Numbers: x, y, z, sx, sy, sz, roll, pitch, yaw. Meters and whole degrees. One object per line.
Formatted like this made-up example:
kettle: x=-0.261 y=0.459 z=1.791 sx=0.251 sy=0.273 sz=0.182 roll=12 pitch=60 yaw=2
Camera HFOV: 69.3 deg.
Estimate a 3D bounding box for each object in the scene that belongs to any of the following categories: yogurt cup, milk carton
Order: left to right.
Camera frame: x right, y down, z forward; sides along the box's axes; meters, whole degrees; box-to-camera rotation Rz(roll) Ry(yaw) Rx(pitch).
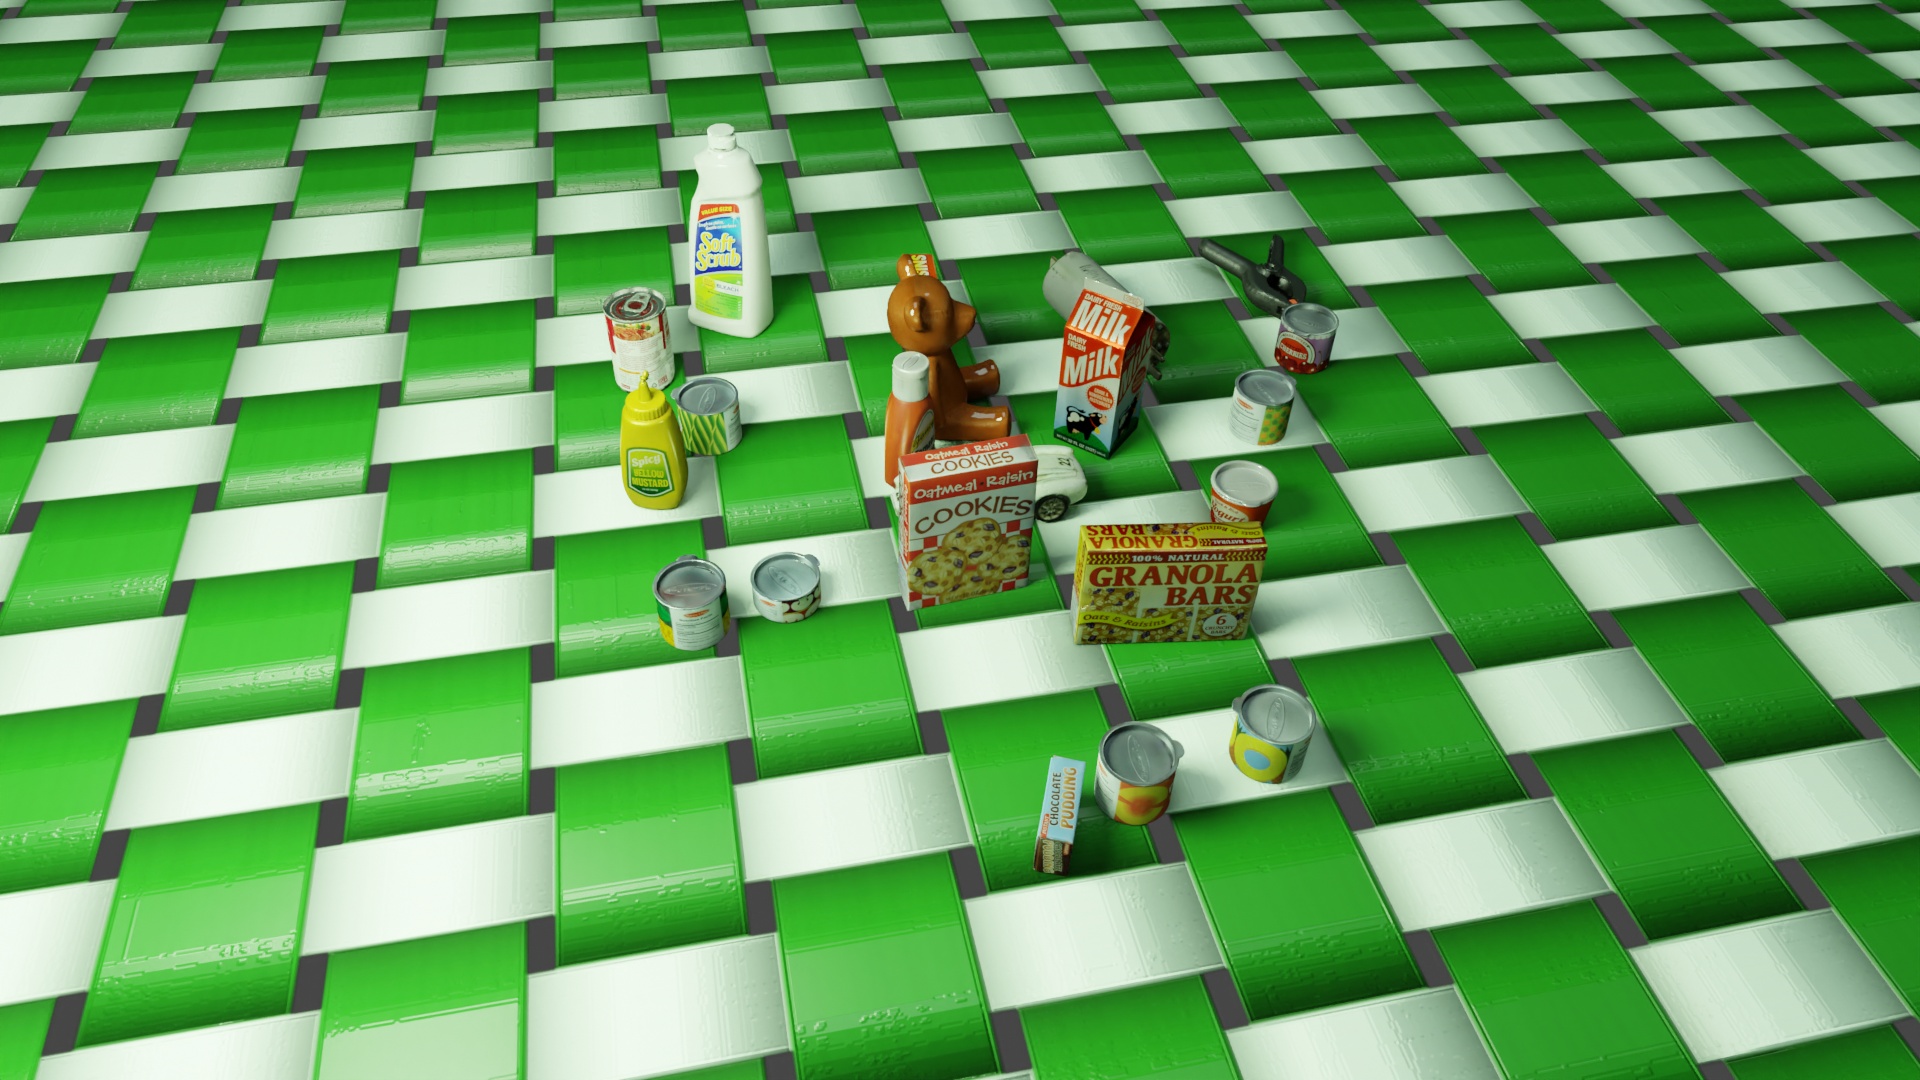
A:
milk carton: x=0.153 y=-0.187 z=1.471 sx=0.072 sy=0.189 sz=0.074 roll=25 pitch=48 yaw=22
yogurt cup: x=0.287 y=-0.041 z=1.421 sx=0.072 sy=0.053 sz=0.073 roll=1 pitch=43 yaw=-1

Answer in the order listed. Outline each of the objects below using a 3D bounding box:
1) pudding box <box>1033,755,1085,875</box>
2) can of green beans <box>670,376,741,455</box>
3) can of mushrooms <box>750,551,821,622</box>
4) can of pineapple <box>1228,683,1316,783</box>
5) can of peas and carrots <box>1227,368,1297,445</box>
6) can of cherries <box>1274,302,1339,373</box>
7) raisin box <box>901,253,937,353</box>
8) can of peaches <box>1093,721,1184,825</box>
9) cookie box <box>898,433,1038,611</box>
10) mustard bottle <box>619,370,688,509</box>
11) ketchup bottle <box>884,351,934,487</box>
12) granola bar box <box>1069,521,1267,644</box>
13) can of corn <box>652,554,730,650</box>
pudding box: x=0.081 y=0.224 z=1.133 sx=0.030 sy=0.049 sz=0.084 roll=9 pitch=44 yaw=7
can of green beans: x=-0.269 y=-0.133 z=1.490 sx=0.071 sy=0.057 sz=0.071 roll=1 pitch=43 yaw=-1
can of mushrooms: x=-0.164 y=0.044 z=1.325 sx=0.071 sy=0.033 sz=0.071 roll=1 pitch=43 yaw=-1
can of pineapple: x=0.266 y=0.166 z=1.197 sx=0.071 sy=0.057 sz=0.071 roll=1 pitch=43 yaw=-1
can of peas and carrots: x=0.334 y=-0.148 z=1.533 sx=0.071 sy=0.058 sz=0.071 roll=1 pitch=43 yaw=-1
can of cherries: x=0.404 y=-0.236 z=1.630 sx=0.071 sy=0.058 sz=0.072 roll=1 pitch=43 yaw=-1
raisin box: x=-0.046 y=-0.251 z=1.578 sx=0.040 sy=0.122 sz=0.086 roll=-3 pitch=44 yaw=-6
can of peaches: x=0.149 y=0.195 z=1.161 sx=0.071 sy=0.057 sz=0.071 roll=1 pitch=43 yaw=-1
cookie box: x=0.005 y=-0.016 z=1.299 sx=0.123 sy=0.166 sz=0.040 roll=-11 pitch=45 yaw=-14
mustard bottle: x=-0.309 y=-0.102 z=1.381 sx=0.065 sy=0.159 sz=0.049 roll=3 pitch=43 yaw=0
ketchup bottle: x=-0.052 y=-0.124 z=1.424 sx=0.043 sy=0.148 sz=0.065 roll=23 pitch=47 yaw=21
granola bar box: x=0.189 y=0.040 z=1.279 sx=0.166 sy=0.123 sz=0.039 roll=-1 pitch=43 yaw=-4
can of corn: x=-0.249 y=0.058 z=1.288 sx=0.071 sy=0.058 sz=0.071 roll=1 pitch=43 yaw=-1
